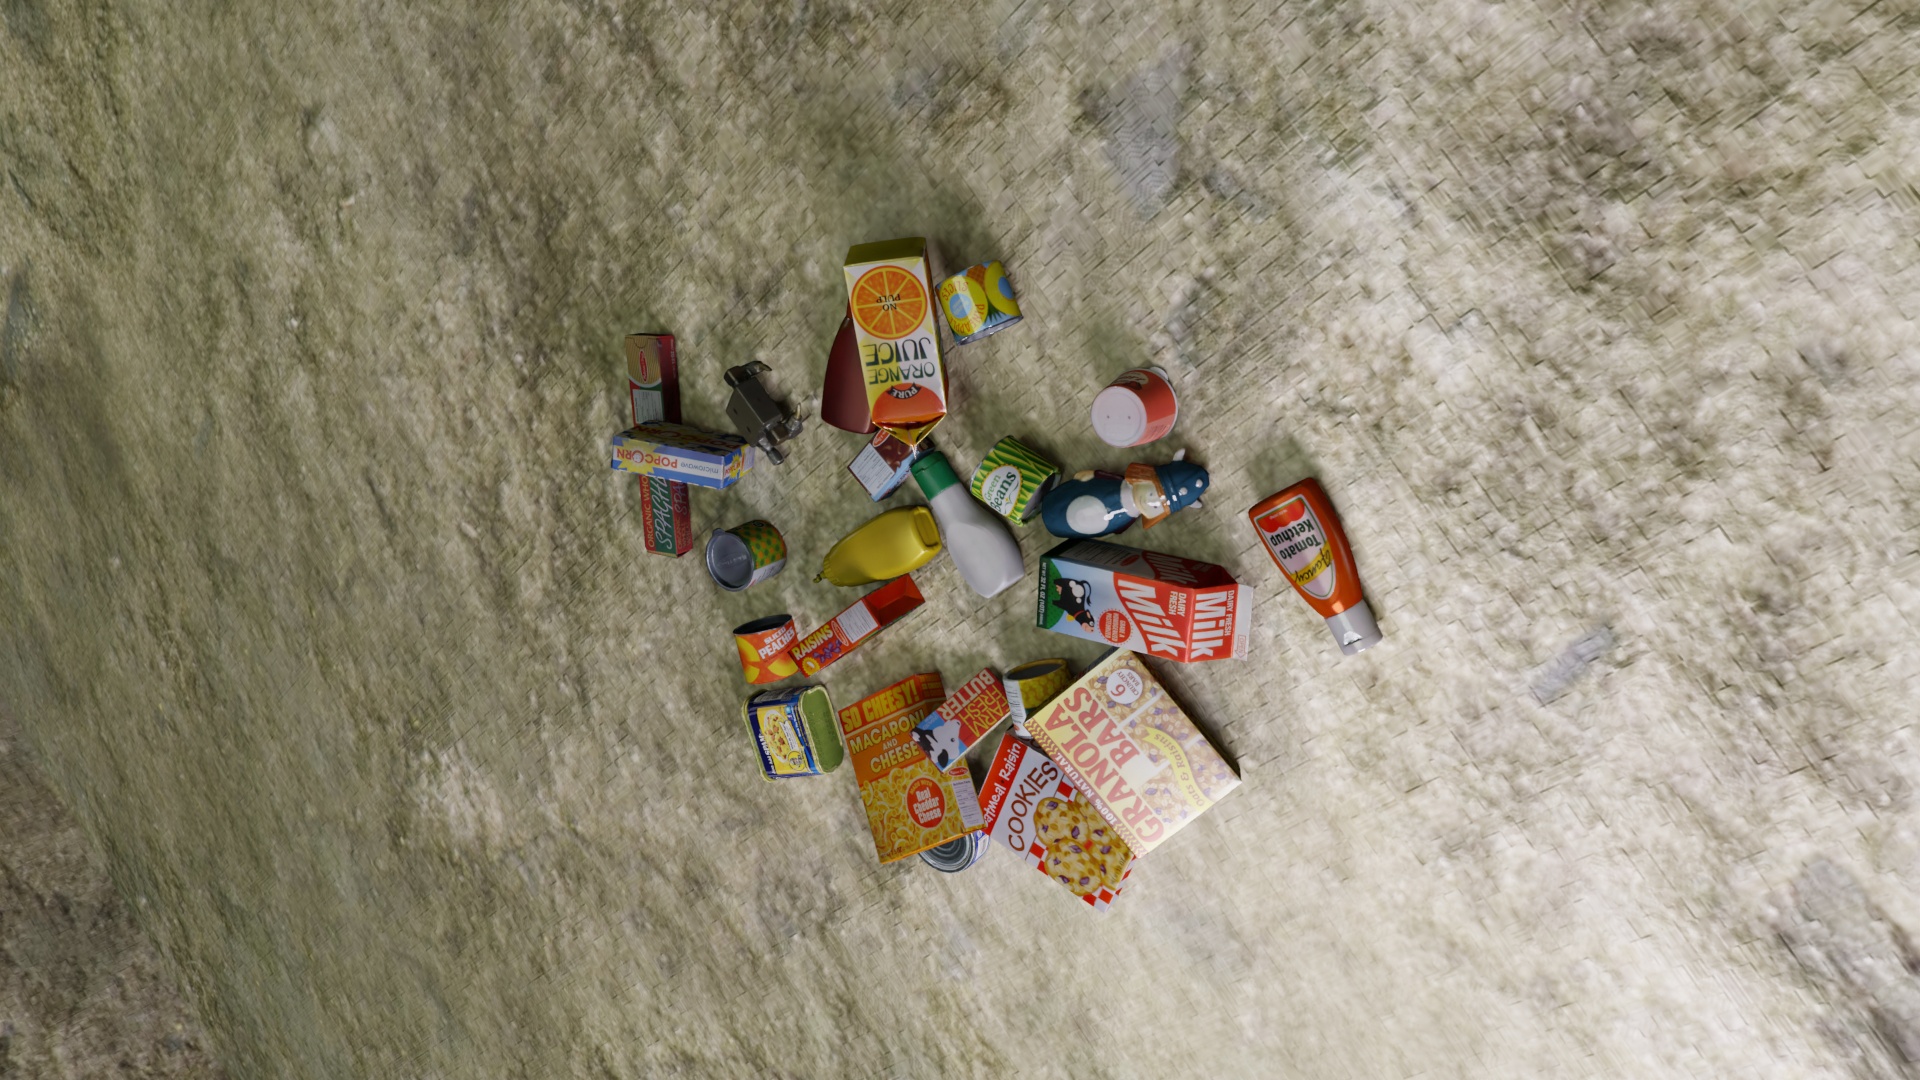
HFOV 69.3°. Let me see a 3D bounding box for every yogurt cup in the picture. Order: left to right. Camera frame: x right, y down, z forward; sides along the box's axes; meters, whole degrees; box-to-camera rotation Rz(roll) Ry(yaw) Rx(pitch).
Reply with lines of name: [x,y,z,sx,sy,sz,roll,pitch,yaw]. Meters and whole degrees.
yogurt cup: [0.149,-0.113,1.217,0.072,0.054,0.072,11,111,30]

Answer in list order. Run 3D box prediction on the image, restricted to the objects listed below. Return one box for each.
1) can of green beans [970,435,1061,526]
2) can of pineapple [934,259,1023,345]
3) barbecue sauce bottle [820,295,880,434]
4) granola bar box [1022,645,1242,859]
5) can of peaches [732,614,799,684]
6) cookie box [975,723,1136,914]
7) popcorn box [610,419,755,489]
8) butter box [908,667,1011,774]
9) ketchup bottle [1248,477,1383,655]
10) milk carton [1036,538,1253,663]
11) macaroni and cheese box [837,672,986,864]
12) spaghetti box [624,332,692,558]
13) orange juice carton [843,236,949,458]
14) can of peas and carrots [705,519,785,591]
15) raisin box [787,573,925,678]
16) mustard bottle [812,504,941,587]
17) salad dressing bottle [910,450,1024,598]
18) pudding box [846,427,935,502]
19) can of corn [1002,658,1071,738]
can of green beans: [0.052,-0.055,1.289,0.058,0.071,0.071,36,121,18]
can of pineapple: [0.016,-0.215,1.260,0.071,0.071,0.058,-21,93,35]
barbecue sauce bottle: [-0.098,-0.182,1.358,0.065,0.044,0.148,20,114,25]
granola bar box: [0.158,0.190,1.277,0.124,0.039,0.165,-40,91,11]
can of peaches: [-0.206,0.118,1.503,0.071,0.071,0.058,-5,103,33]
cookie box: [0.101,0.271,1.376,0.168,0.040,0.122,31,119,20]
popcorn box: [-0.291,-0.091,1.462,0.127,0.085,0.038,11,110,11]
butter box: [0.004,0.179,1.379,0.053,0.104,0.024,48,168,10]
ketchup bottle: [0.304,0.024,1.170,0.064,0.044,0.149,-30,89,35]
milk carton: [0.169,0.055,1.246,0.190,0.074,0.072,11,111,28]
macaroni and cheese box: [-0.052,0.235,1.432,0.123,0.040,0.167,-28,71,35]
spaghetti box: [-0.334,-0.104,1.537,0.050,0.029,0.249,8,109,30]
orange juice carton: [-0.054,-0.176,1.287,0.073,0.072,0.191,-7,116,4]
can of peas and carrots: [-0.231,0.013,1.492,0.071,0.059,0.070,10,109,30]
raisin box: [-0.107,0.087,1.420,0.123,0.086,0.040,-35,87,35]
mustard bottle: [-0.093,0.013,1.411,0.160,0.049,0.065,-22,85,36]
salad dressing bottle: [0.005,-0.017,1.345,0.064,0.044,0.147,-36,83,37]
pudding box: [-0.069,-0.082,1.378,0.050,0.030,0.083,50,124,10]
can of corn: [0.081,0.150,1.337,0.071,0.071,0.058,-9,100,34]
